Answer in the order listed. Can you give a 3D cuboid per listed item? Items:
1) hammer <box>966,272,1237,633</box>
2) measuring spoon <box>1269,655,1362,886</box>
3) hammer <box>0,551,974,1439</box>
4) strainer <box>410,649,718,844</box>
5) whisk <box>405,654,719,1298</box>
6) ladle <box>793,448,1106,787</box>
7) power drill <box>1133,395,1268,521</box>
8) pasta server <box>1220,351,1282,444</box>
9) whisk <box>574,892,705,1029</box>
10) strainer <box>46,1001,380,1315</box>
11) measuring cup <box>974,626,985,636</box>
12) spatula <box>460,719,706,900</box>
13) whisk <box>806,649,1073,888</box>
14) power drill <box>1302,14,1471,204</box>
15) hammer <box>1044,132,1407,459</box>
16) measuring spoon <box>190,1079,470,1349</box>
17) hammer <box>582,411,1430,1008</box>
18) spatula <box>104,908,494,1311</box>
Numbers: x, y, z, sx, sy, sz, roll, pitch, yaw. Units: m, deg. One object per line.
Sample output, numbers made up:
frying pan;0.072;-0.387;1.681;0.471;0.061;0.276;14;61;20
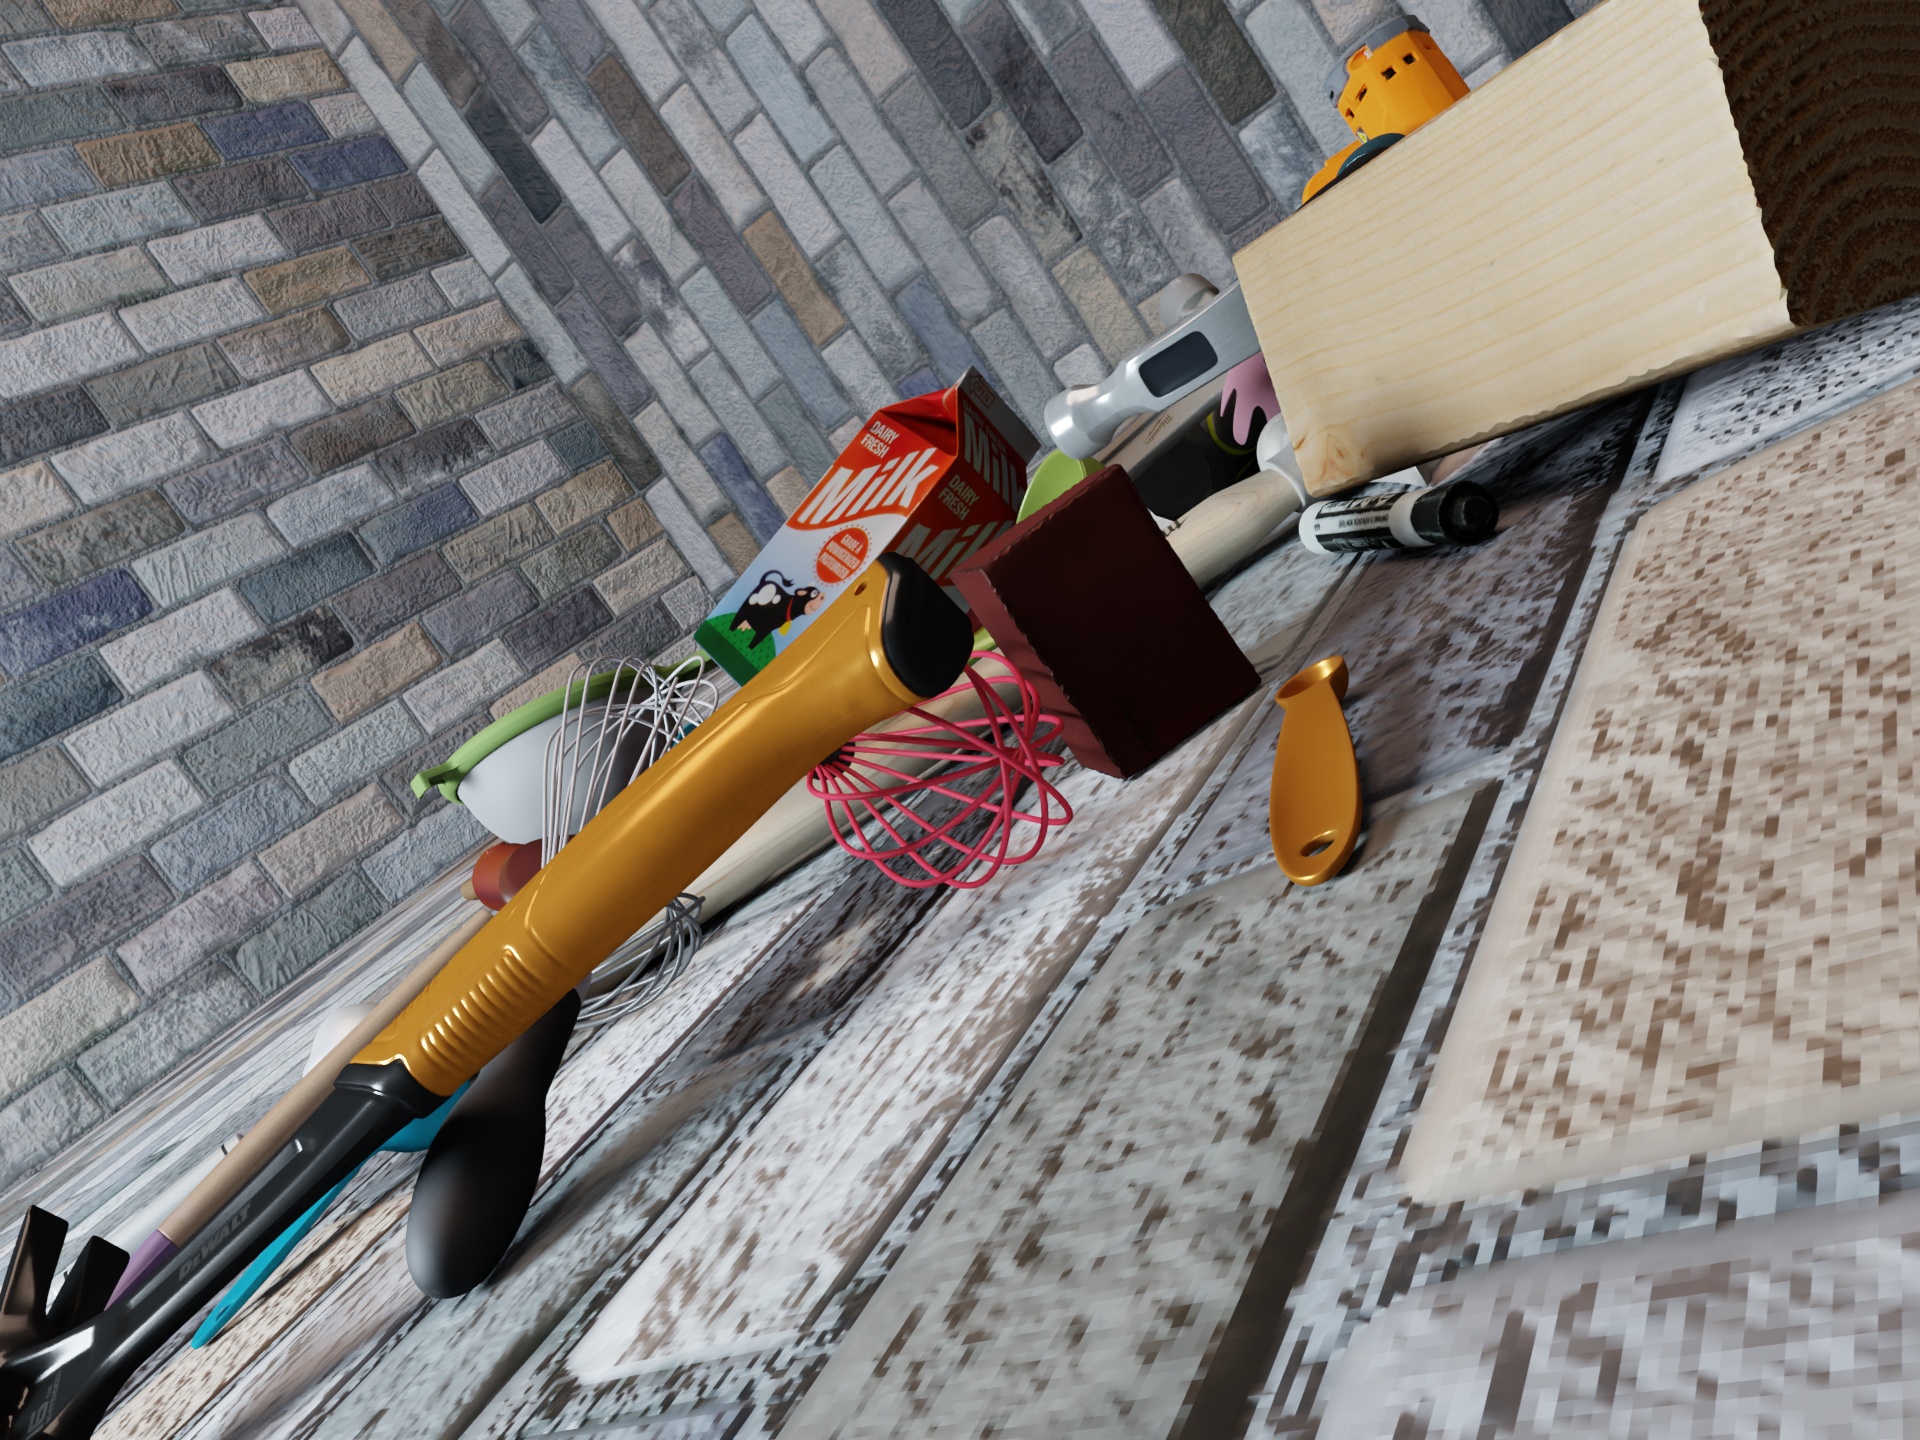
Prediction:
hammer;0.025;-0.072;0.814;0.359;0.036;0.149;-41;46;10
measuring spoon;0.080;0.011;0.352;0.021;0.011;0.117;-32;12;21
hammer;-0.132;0.076;0.417;0.337;0.034;0.127;-42;30;3
strainer;-0.173;0.008;0.921;0.256;0.069;0.151;-28;-10;5
whisk;-0.124;0.061;0.510;0.070;0.070;0.285;-31;26;21
ladle;-0.047;-0.005;0.723;0.320;0.062;0.078;-41;22;-7
power drill;0.205;-0.207;0.870;0.223;0.080;0.171;-32;9;40
pasta server;0.262;-0.209;0.710;0.316;0.040;0.060;-24;49;4
whisk;-0.185;0.123;0.631;0.239;0.055;0.055;-35;7;29
strainer;-0.363;0.214;0.814;0.258;0.050;0.087;-40;-6;-17
measuring cup;-0.037;-0.016;0.931;0.156;0.029;0.062;-48;8;-7
spatula;-0.192;0.058;0.846;0.082;0.044;0.317;7;-18;-41
whisk;-0.040;0.010;0.539;0.073;0.073;0.296;-37;14;-17
power drill;0.283;-0.313;0.975;0.084;0.164;0.226;-34;-4;7
hammer;0.155;-0.220;0.747;0.128;0.033;0.331;-25;15;40
measuring spoon;-0.222;0.176;0.576;0.042;0.021;0.129;-21;24;50
hammer;-0.001;-0.002;0.643;0.410;0.038;0.146;-34;10;3
spatula;-0.306;0.194;0.658;0.316;0.018;0.060;-49;12;-31
